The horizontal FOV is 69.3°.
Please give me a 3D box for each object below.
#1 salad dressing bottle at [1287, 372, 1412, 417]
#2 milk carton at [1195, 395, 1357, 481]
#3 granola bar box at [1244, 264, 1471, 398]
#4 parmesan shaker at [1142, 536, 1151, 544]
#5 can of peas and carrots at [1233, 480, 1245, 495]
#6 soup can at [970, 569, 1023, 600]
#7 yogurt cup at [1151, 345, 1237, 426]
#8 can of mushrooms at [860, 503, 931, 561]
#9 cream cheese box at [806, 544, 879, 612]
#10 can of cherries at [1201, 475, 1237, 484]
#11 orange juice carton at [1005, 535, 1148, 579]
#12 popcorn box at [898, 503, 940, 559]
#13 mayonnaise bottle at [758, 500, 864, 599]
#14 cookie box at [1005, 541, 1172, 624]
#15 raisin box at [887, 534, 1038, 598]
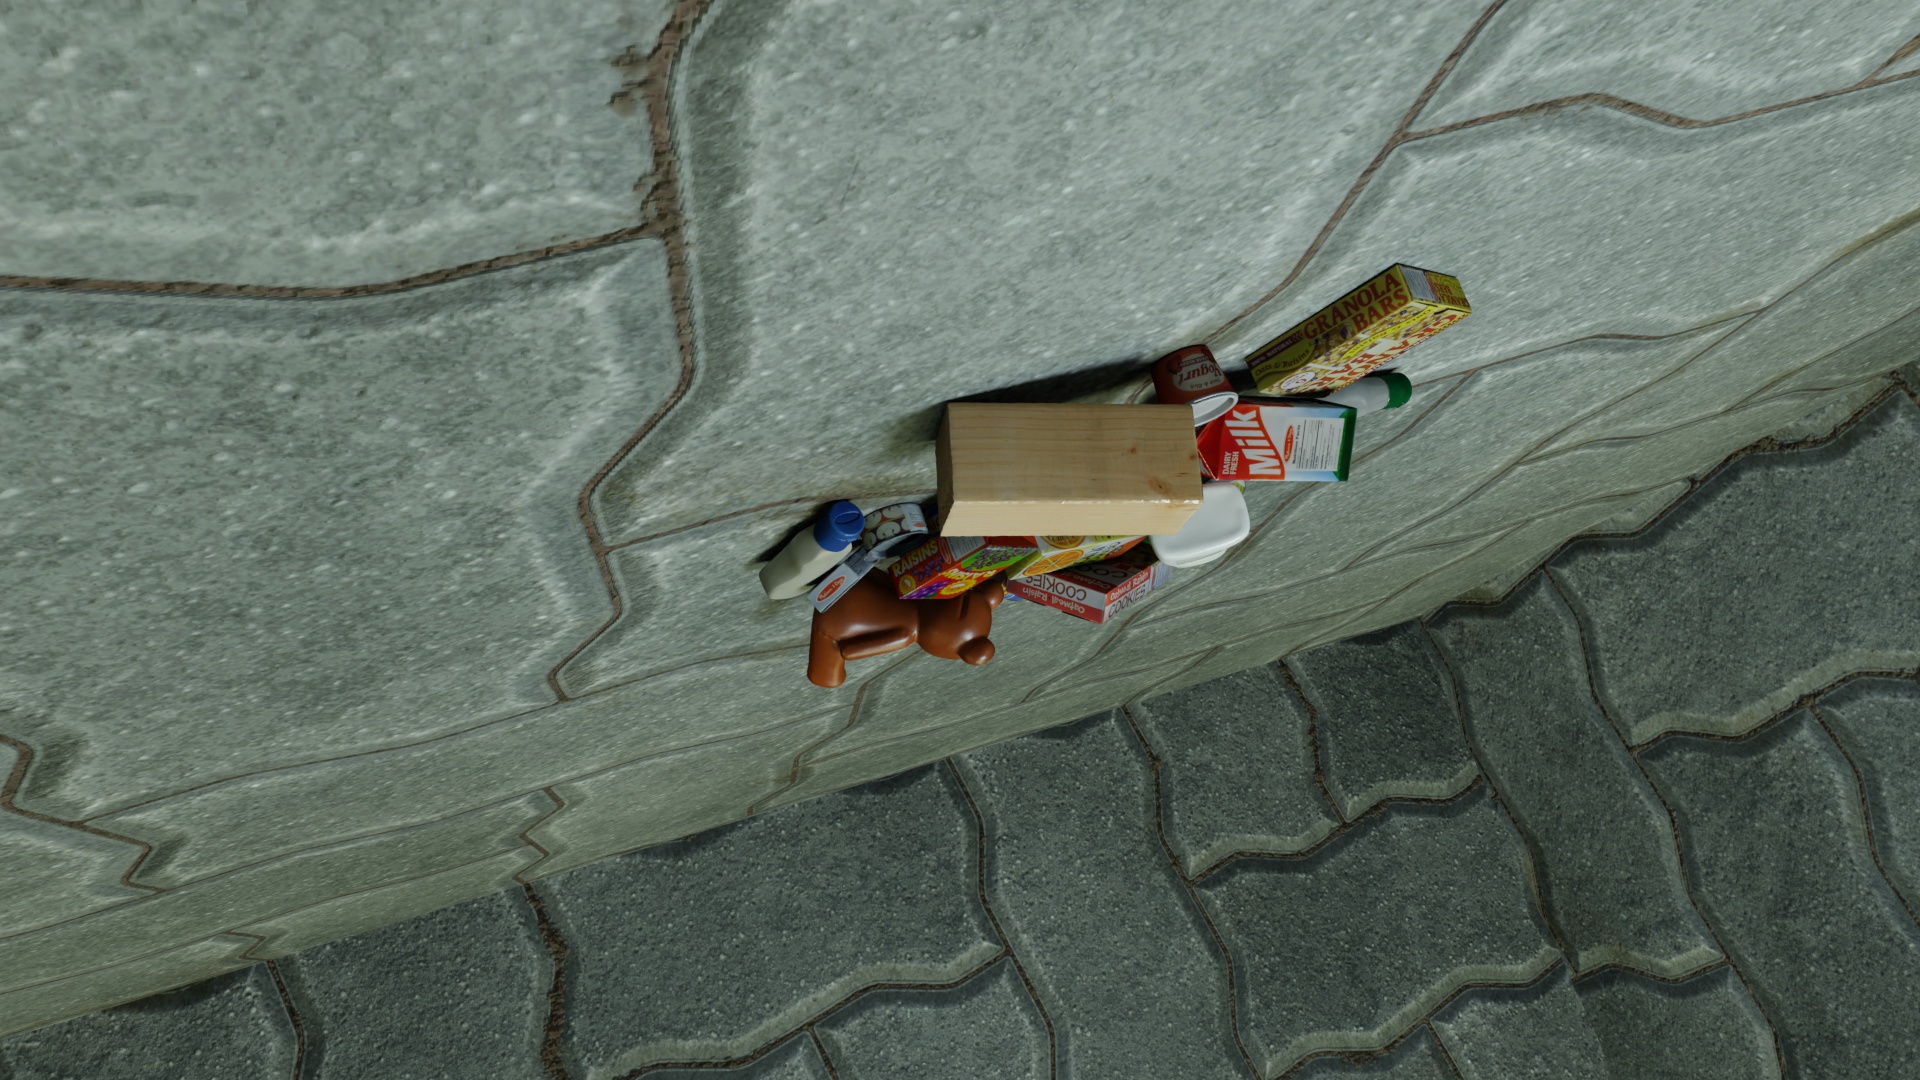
[{"bbox_3d":[0.405,-0.148,1.439,0.148,0.044,0.064,-11,161,-32],"label":"salad dressing bottle"},{"bbox_3d":[0.271,-0.097,1.308,0.191,0.073,0.072,-1,-167,-23],"label":"milk carton"},{"bbox_3d":[0.361,-0.185,1.260,0.124,0.039,0.165,-3,158,-47],"label":"granola bar box"},{"bbox_3d":[0.234,-0.012,1.660,0.071,0.071,0.102,-5,160,-42],"label":"parmesan shaker"},{"bbox_3d":[0.273,-0.061,1.528,0.071,0.071,0.059,-25,163,20],"label":"can of peas and carrots"},{"bbox_3d":[0.047,0.033,1.581,0.071,0.071,0.084,-26,163,23],"label":"soup can"},{"bbox_3d":[0.201,-0.133,1.210,0.072,0.054,0.072,-18,165,-5],"label":"yogurt cup"},{"bbox_3d":[-0.067,-0.008,1.358,0.071,0.033,0.071,-19,166,-5],"label":"can of mushrooms"},{"bbox_3d":[-0.114,0.035,1.377,0.053,0.024,0.104,-41,-177,15],"label":"cream cheese box"},{"bbox_3d":[0.266,-0.091,1.434,0.071,0.058,0.071,-19,166,-5],"label":"can of cherries"},{"bbox_3d":[0.133,-0.017,1.499,0.193,0.073,0.071,-10,162,-33],"label":"orange juice carton"},{"bbox_3d":[0.005,-0.018,1.404,0.126,0.038,0.085,-28,162,30],"label":"popcorn box"},{"bbox_3d":[-0.137,0.009,1.317,0.065,0.041,0.147,-19,166,-37],"label":"mayonnaise bottle"},{"bbox_3d":[0.147,0.036,1.560,0.123,0.040,0.168,18,-155,30],"label":"cookie box"},{"bbox_3d":[0.002,0.016,1.369,0.123,0.040,0.086,-31,160,33],"label":"raisin box"}]
